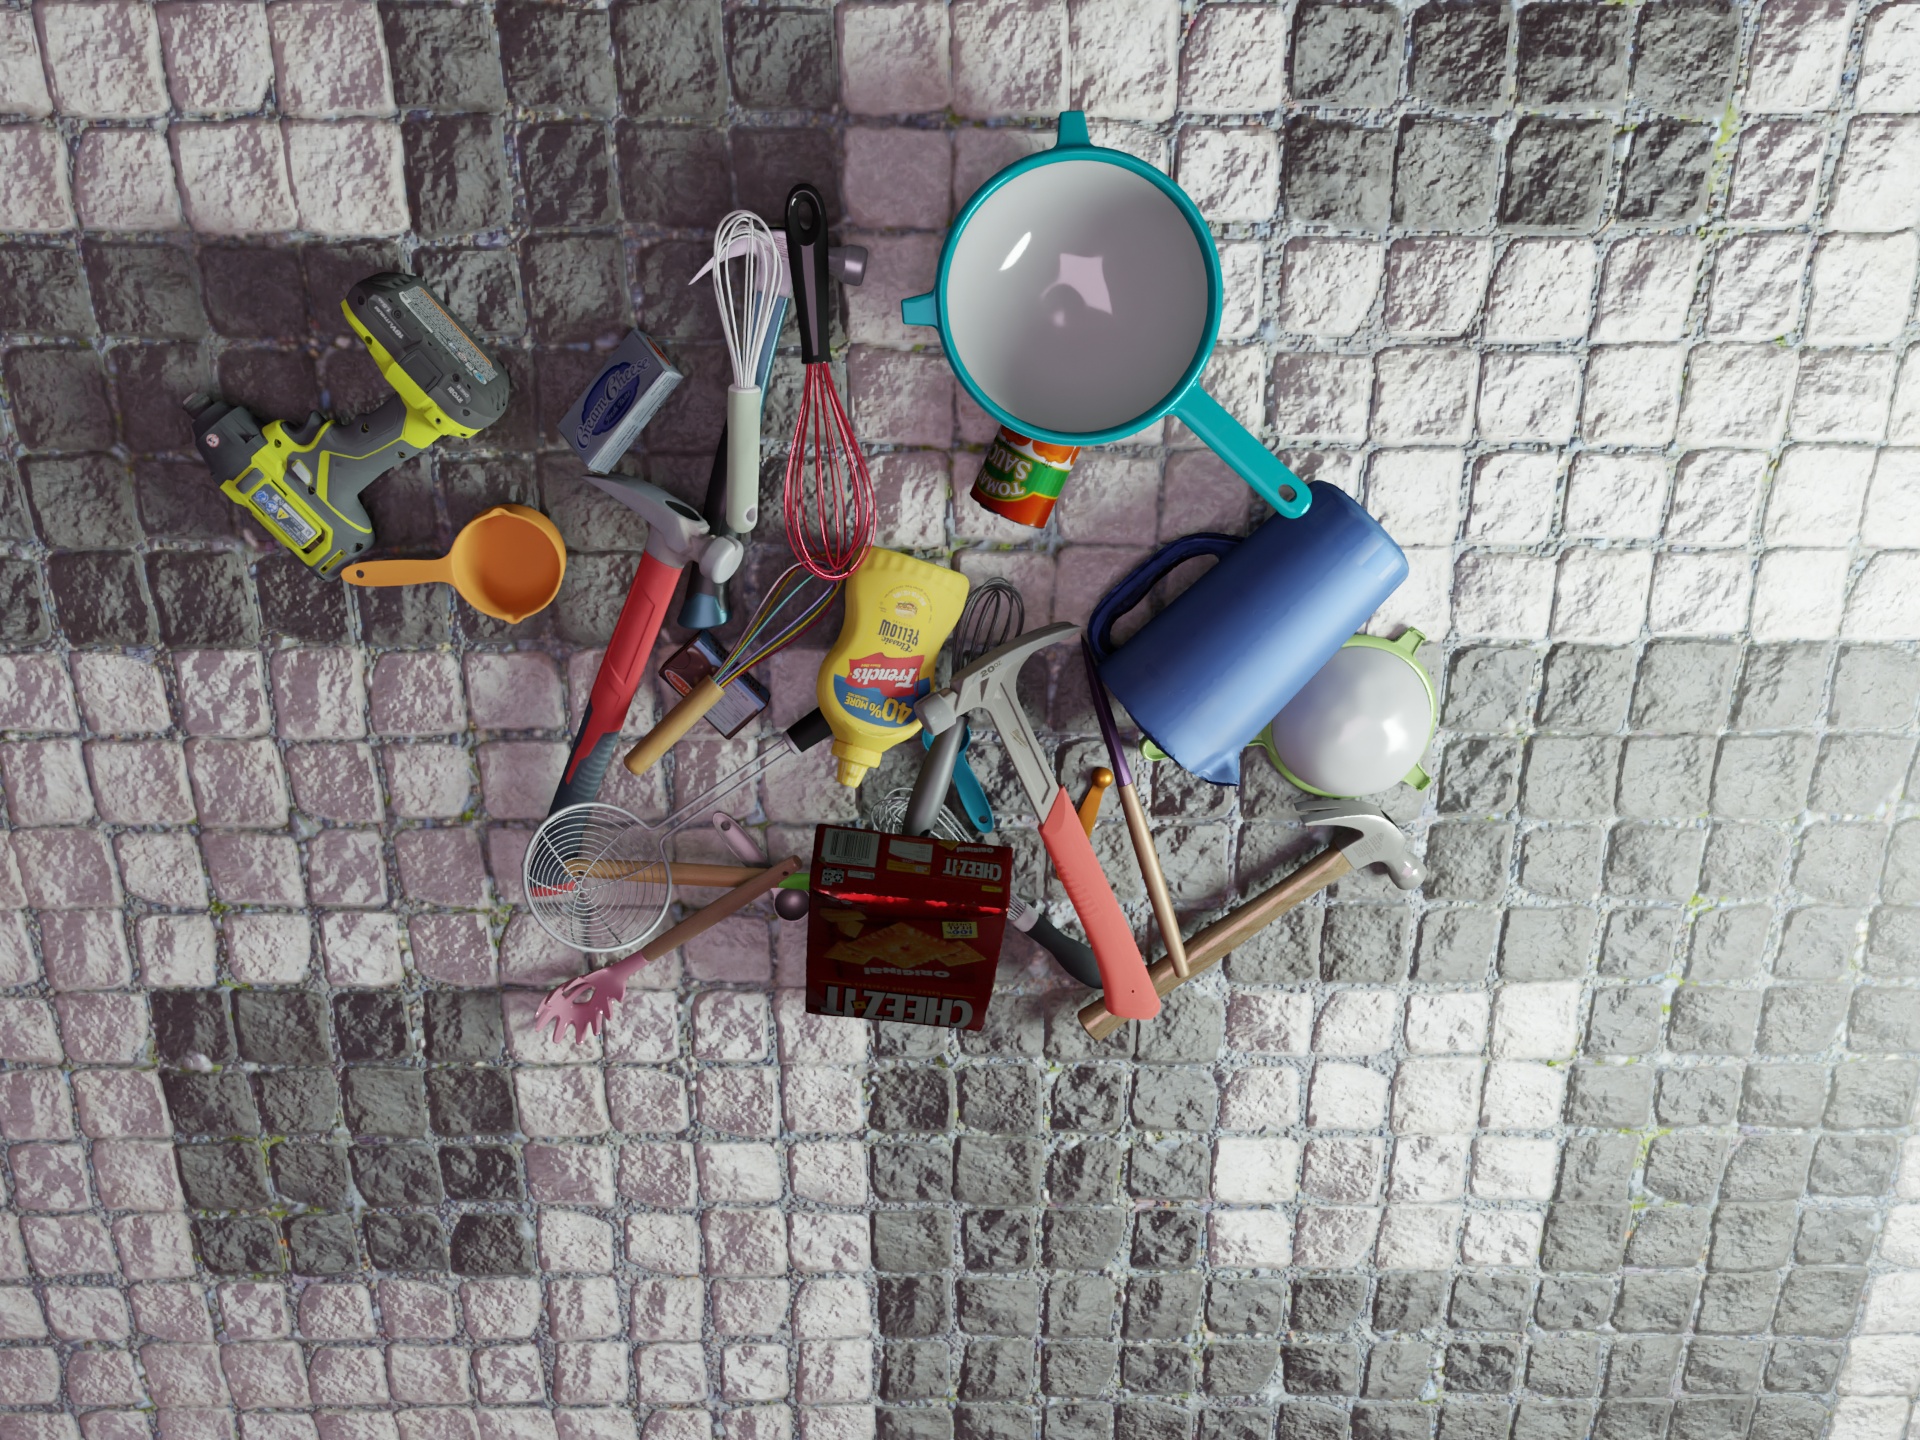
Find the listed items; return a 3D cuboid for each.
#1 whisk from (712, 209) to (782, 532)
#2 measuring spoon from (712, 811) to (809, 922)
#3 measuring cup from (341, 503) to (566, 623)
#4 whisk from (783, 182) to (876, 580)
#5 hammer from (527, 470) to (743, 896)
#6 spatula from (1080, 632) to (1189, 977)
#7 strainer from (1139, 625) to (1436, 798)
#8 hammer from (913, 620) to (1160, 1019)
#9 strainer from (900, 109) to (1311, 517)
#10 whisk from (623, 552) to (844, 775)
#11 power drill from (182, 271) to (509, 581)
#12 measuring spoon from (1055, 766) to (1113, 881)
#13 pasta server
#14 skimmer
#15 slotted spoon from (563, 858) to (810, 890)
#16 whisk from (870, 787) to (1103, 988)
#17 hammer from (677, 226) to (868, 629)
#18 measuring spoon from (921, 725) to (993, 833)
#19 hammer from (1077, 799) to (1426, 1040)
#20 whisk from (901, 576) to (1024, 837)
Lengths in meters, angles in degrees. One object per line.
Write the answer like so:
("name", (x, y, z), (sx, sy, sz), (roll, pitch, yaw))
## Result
("whisk", (-0.165, -0.260, 1.208), (0.059, 0.058, 0.246), (19, 119, 27))
("measuring spoon", (-0.178, 0.128, 1.414), (0.034, 0.018, 0.124), (-39, 101, 0))
("measuring cup", (-0.405, -0.128, 1.282), (0.173, 0.052, 0.095), (-3, 112, -3))
("whisk", (-0.107, -0.252, 1.206), (0.073, 0.073, 0.295), (-3, 106, 1))
("hammer", (-0.308, -0.016, 1.330), (0.143, 0.038, 0.386), (32, 115, 12))
("spatula", (0.147, 0.077, 1.351), (0.018, 0.060, 0.315), (-17, 104, 5))
("strainer", (0.281, 0.015, 1.339), (0.256, 0.069, 0.151), (-8, 112, 1))
("hammer", (0.097, 0.099, 1.334), (0.149, 0.037, 0.358), (-30, 111, -11))
("strainer", (0.131, -0.274, 1.203), (0.340, 0.095, 0.211), (40, 96, -13))
("whisk", (-0.185, -0.047, 1.302), (0.245, 0.051, 0.047), (-44, 81, 1))
("power drill", (-0.478, -0.235, 1.232), (0.223, 0.080, 0.171), (-36, 109, 16))
("measuring spoon", (0.108, 0.094, 1.401), (0.021, 0.011, 0.117), (17, 111, -7))
("pasta server", (-0.257, 0.200, 1.398), (0.316, 0.040, 0.060), (-32, 123, 25))
("skimmer", (-0.191, 0.055, 1.310), (0.363, 0.090, 0.127), (-34, 92, 1))
("slotted spoon", (-0.185, 0.139, 1.385), (0.313, 0.031, 0.070), (5, 122, -10))
("whisk", (0.034, 0.155, 1.403), (0.284, 0.070, 0.070), (40, 106, -20))
("hammer", (-0.172, -0.225, 1.260), (0.128, 0.033, 0.331), (13, 111, -7))
("measuring spoon", (0.002, 0.044, 1.382), (0.042, 0.021, 0.128), (-19, 120, 6))
("hammer", (0.244, 0.182, 1.410), (0.331, 0.031, 0.130), (-36, 118, 11))
("whisk", (-0.002, -0.004, 1.318), (0.055, 0.055, 0.239), (19, 96, -8))
